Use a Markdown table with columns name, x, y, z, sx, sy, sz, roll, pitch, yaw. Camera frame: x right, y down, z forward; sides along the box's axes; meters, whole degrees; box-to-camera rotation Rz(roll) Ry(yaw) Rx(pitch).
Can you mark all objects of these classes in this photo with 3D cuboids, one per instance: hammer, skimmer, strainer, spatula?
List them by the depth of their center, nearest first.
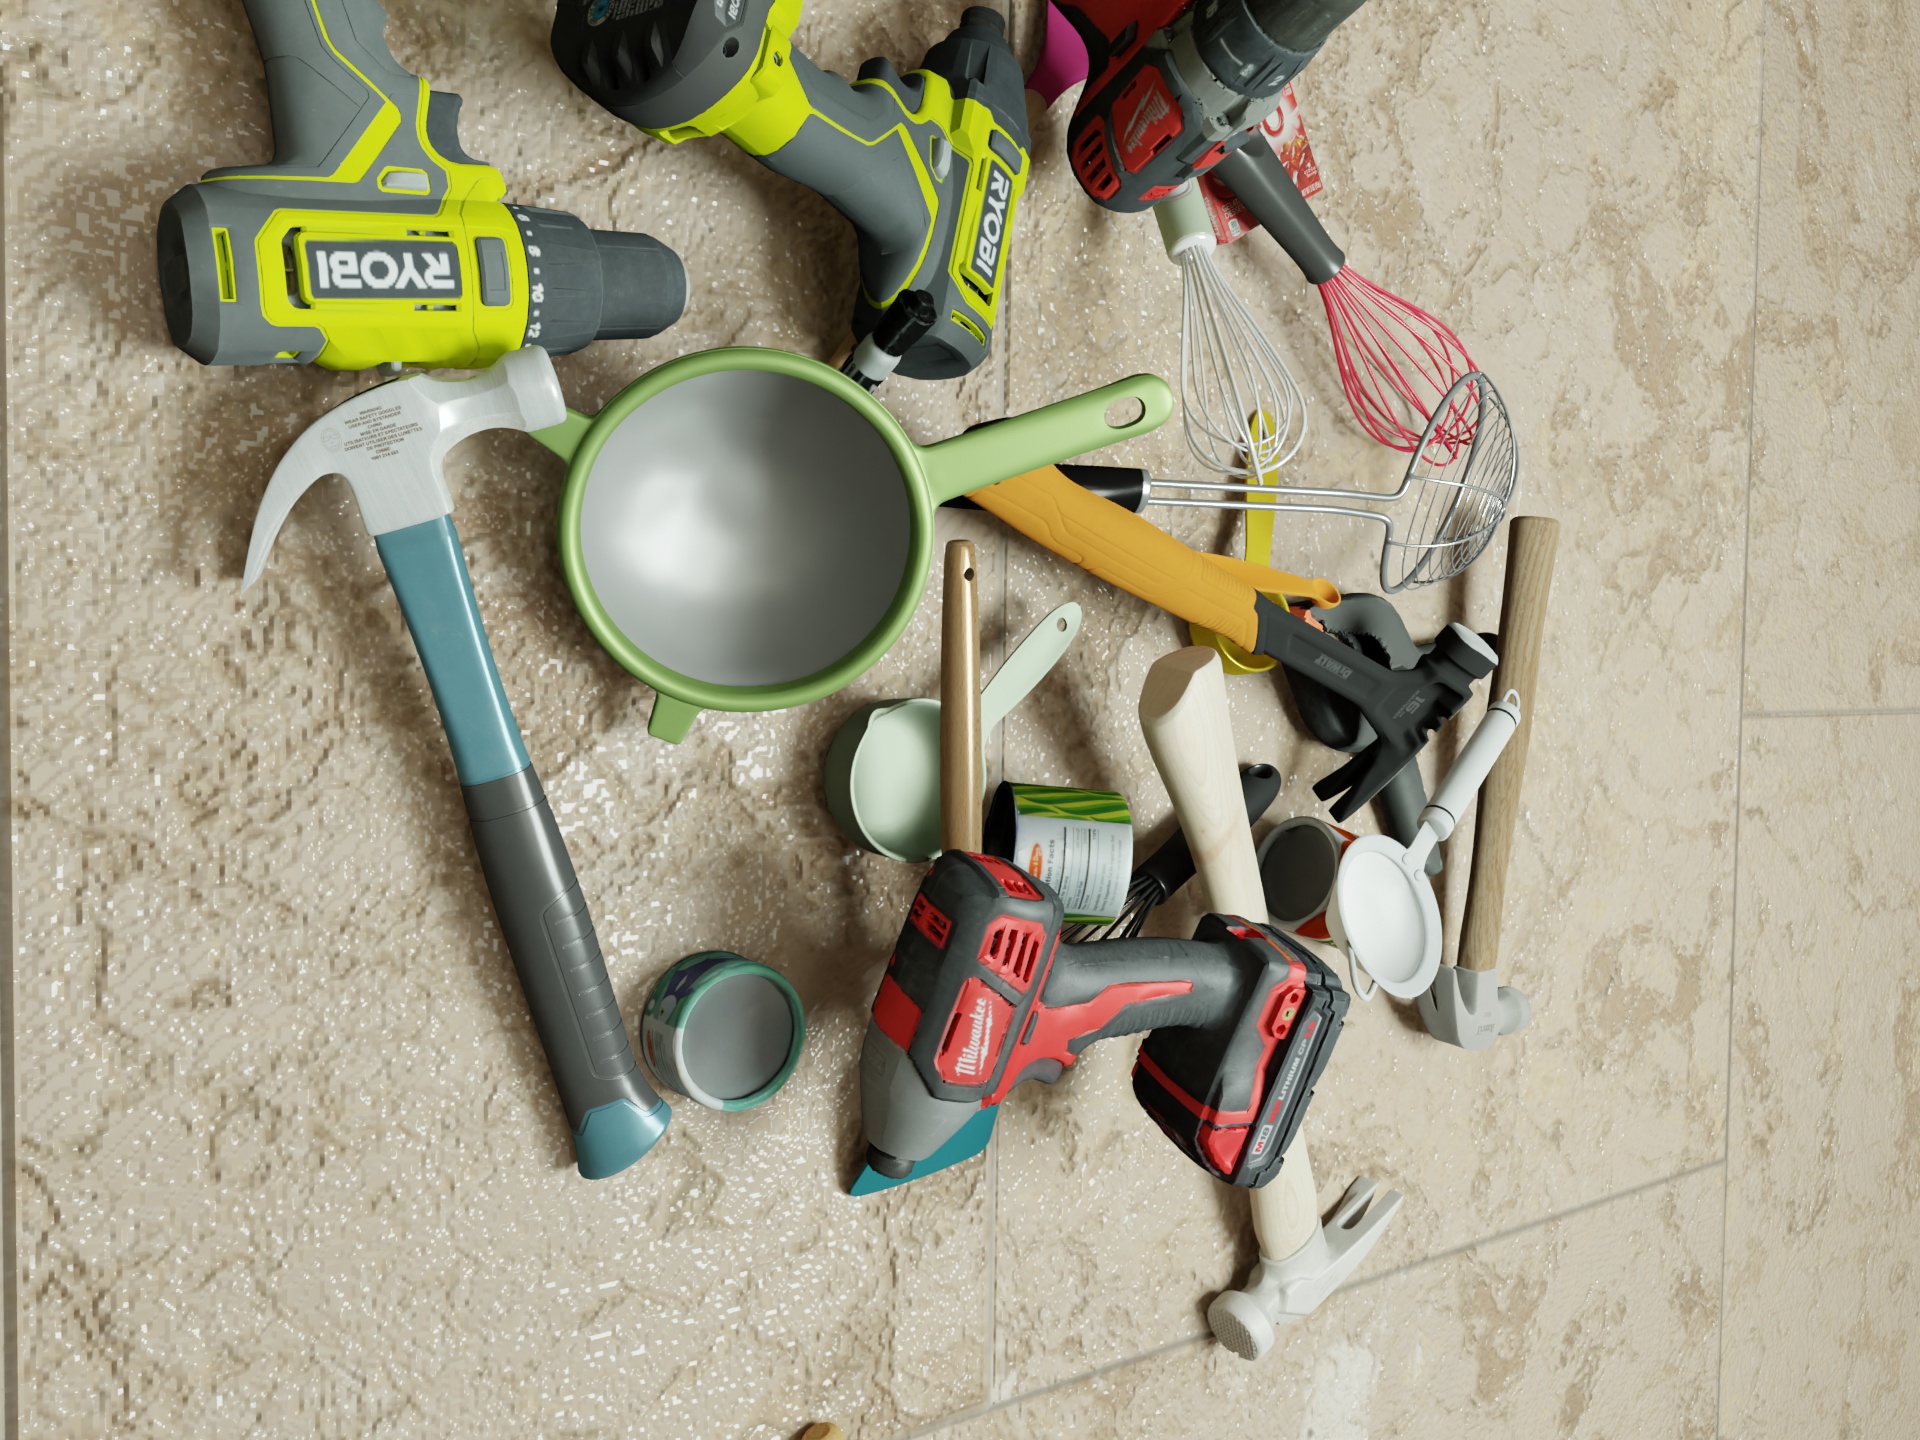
| name | x | y | z | sx | sy | sz | roll | pitch | yaw |
| --- | --- | --- | --- | --- | --- | --- | --- | --- | --- |
| hammer | -0.176 | 0.032 | 0.621 | 0.128 | 0.033 | 0.330 | -17 | 109 | -10 |
| strainer | -0.040 | -0.101 | 0.665 | 0.256 | 0.069 | 0.151 | -19 | 114 | -3 |
| spatula | -0.007 | 0.075 | 0.729 | 0.082 | 0.044 | 0.317 | -9 | 106 | -35 |
| hammer | 0.126 | -0.054 | 0.802 | 0.336 | 0.034 | 0.127 | 25 | 114 | -31 |
| skimmer | 0.138 | -0.127 | 0.831 | 0.363 | 0.090 | 0.127 | 0 | 120 | -18 |
| hammer | 0.162 | 0.148 | 0.853 | 0.146 | 0.038 | 0.410 | -30 | 119 | -33 |
| strainer | 0.257 | 0.063 | 0.873 | 0.086 | 0.050 | 0.258 | 52 | 55 | -13 |
| hammer | 0.331 | 0.040 | 0.981 | 0.130 | 0.031 | 0.331 | 2 | 96 | -48 |

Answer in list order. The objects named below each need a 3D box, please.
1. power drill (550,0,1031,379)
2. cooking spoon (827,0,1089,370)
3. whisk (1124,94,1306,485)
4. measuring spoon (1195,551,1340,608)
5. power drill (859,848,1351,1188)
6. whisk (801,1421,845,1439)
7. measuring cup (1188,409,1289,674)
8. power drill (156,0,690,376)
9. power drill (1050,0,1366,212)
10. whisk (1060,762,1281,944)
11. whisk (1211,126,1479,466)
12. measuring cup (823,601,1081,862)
| name | x | y | z | sx | sy | sz | roll | pitch | yaw |
| --- | --- | --- | --- | --- | --- | --- | --- | --- | --- |
| power drill | -0.049 | -0.263 | 0.647 | 0.223 | 0.080 | 0.171 | 26 | 70 | -54 |
| cooking spoon | 0.023 | -0.285 | 0.777 | 0.068 | 0.017 | 0.319 | 38 | 70 | -17 |
| whisk | 0.116 | -0.226 | 0.785 | 0.059 | 0.058 | 0.246 | 45 | 31 | -68 |
| measuring spoon | 0.156 | -0.075 | 0.857 | 0.116 | 0.011 | 0.021 | 8 | 51 | -26 |
| power drill | 0.058 | 0.144 | 0.713 | 0.219 | 0.079 | 0.143 | 14 | 102 | -33 |
| whisk | -0.030 | 0.447 | 0.763 | 0.047 | 0.051 | 0.245 | -24 | 103 | -27 |
| measuring cup | 0.157 | -0.099 | 0.887 | 0.062 | 0.029 | 0.157 | 17 | 70 | -27 |
| power drill | -0.197 | -0.244 | 0.585 | 0.190 | 0.080 | 0.228 | -10 | 101 | -35 |
| power drill | 0.074 | -0.356 | 0.689 | 0.080 | 0.188 | 0.226 | -32 | 94 | -30 |
| whisk | 0.097 | 0.086 | 0.838 | 0.239 | 0.055 | 0.055 | -36 | 112 | -35 |
| whisk | 0.210 | -0.235 | 0.871 | 0.295 | 0.073 | 0.073 | 37 | 71 | -38 |
| measuring cup | -0.001 | -0.002 | 0.764 | 0.167 | 0.038 | 0.083 | -47 | 117 | -27 |
